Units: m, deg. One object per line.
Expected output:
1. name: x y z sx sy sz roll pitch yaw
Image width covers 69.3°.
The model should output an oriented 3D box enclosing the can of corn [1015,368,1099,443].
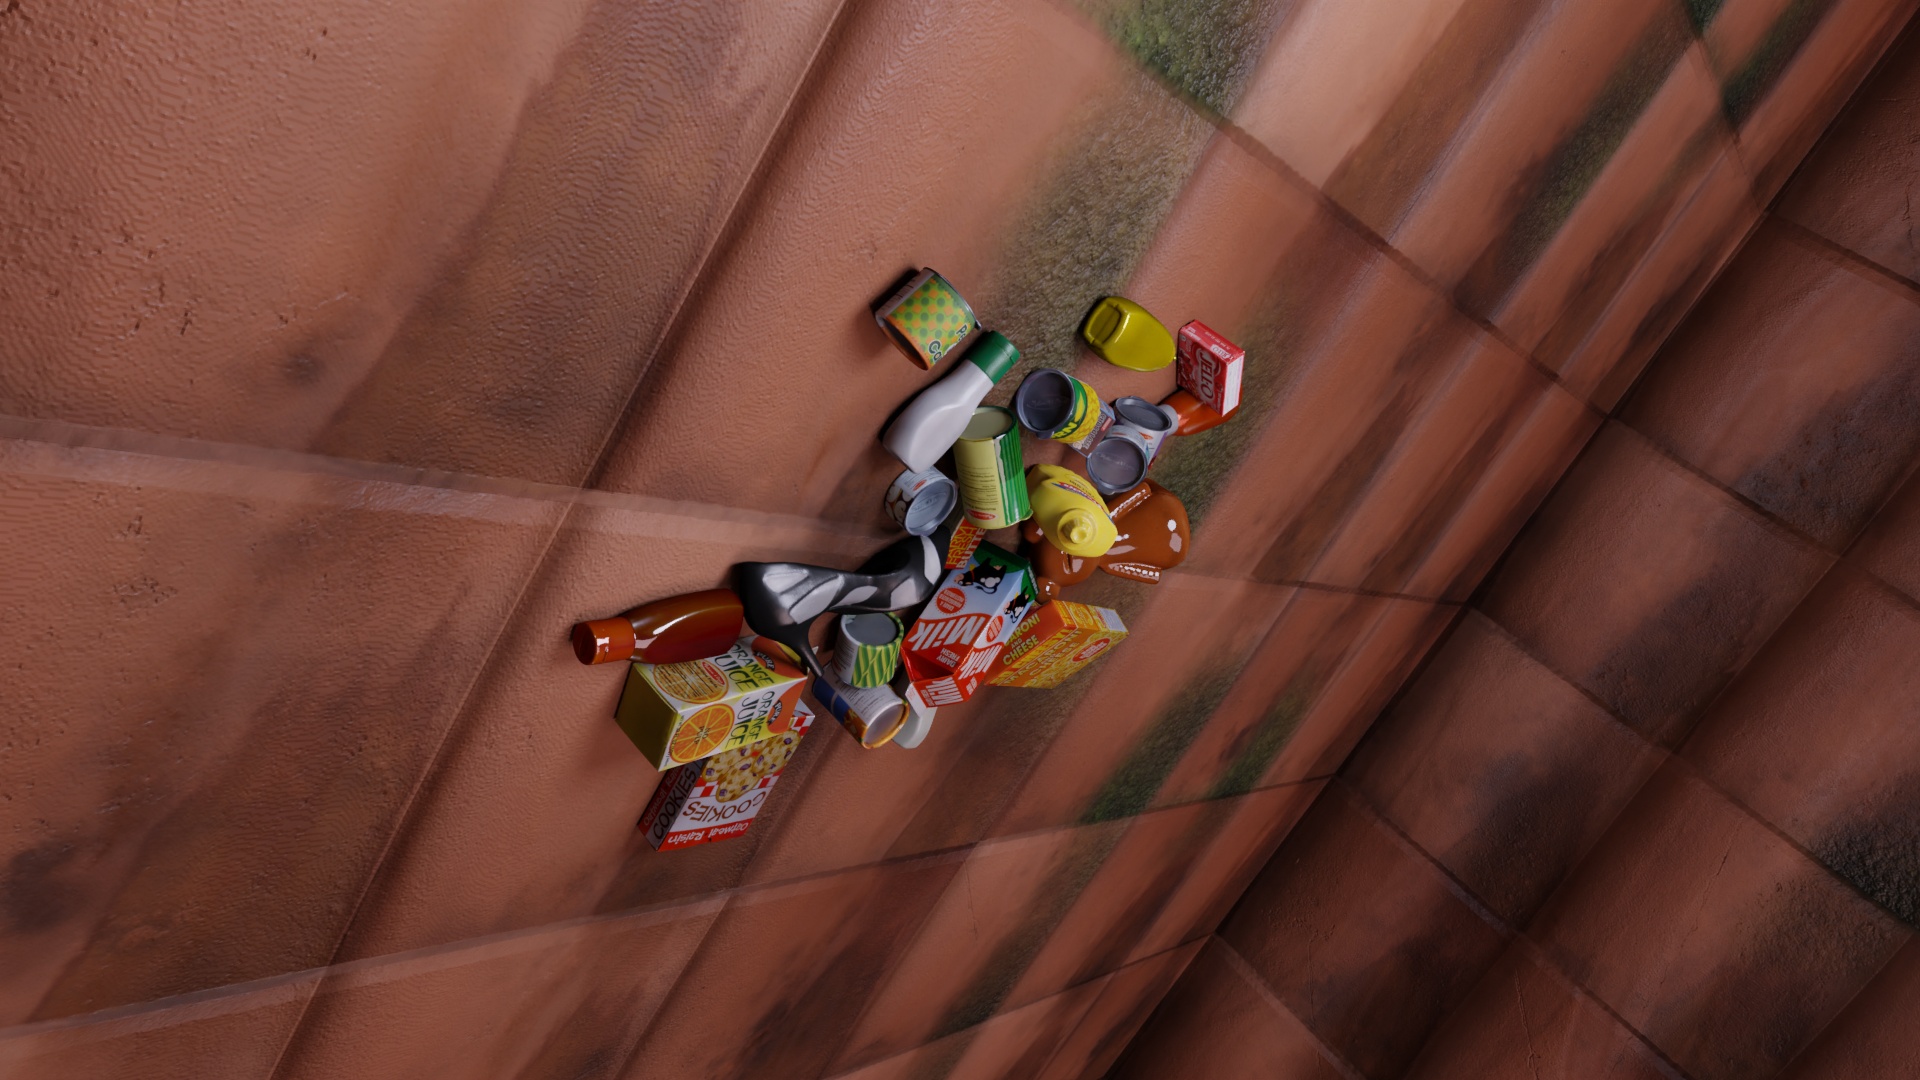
1. can of corn: 0.097 -0.131 1.383 0.071 0.071 0.058 -56 150 13

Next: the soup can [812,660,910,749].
1. soup can: -0.103 0.169 1.454 0.071 0.084 0.071 -33 147 -25

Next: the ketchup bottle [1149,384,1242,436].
1. ketchup bottle: 0.262 -0.148 1.602 0.149 0.043 0.064 -22 144 -38

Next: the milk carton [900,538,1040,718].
1. milk carton: 0.001 0.098 1.473 0.191 0.073 0.072 -56 154 -19

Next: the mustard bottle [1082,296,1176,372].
1. mustard bottle: 0.183 -0.204 1.431 0.065 0.049 0.160 -56 150 13

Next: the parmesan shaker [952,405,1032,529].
1. parmesan shaker: 0.031 -0.071 1.343 0.071 0.071 0.102 -31 131 -27

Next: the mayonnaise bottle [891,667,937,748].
1. mayonnaise bottle: -0.038 0.157 1.549 0.148 0.065 0.041 -58 152 9

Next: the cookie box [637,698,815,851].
1. cookie box: -0.235 0.233 1.400 0.123 0.040 0.167 5 121 -54

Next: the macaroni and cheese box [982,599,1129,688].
1. macaroni and cheese box: 0.104 0.121 1.599 0.123 0.040 0.166 -38 156 21

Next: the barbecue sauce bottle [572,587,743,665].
1. barbecue sauce bottle: -0.258 0.079 1.190 0.149 0.044 0.064 -7 131 -48

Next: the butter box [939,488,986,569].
1. butter box: 0.005 -0.018 1.439 0.053 0.024 0.103 4 121 -53

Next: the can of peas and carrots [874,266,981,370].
1. can of peas and carrots: -0.028 -0.183 1.160 0.059 0.071 0.070 -43 150 -7

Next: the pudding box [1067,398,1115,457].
1. pudding box: 0.134 -0.120 1.444 0.049 0.030 0.084 -54 -175 14

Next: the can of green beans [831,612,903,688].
1. can of green beans: -0.094 0.107 1.412 0.071 0.071 0.057 -21 140 -38

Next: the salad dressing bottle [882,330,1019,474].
1. salad dressing bottle: -0.007 -0.128 1.278 0.148 0.044 0.064 -47 148 -4

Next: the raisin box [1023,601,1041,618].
1. raisin box: 0.041 0.101 1.607 0.123 0.040 0.085 0 125 -53

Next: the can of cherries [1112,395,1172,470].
1. can of cherries: 0.191 -0.117 1.527 0.072 0.071 0.058 -15 136 -44

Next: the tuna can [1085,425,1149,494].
1. tuna can: 0.168 -0.086 1.486 0.033 0.071 0.070 -68 179 -59

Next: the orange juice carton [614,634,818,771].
1. orange juice carton: -0.214 0.143 1.291 0.193 0.073 0.071 -11 133 -47

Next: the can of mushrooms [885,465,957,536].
1. can of mushrooms: -0.039 -0.039 1.349 0.071 0.033 0.070 -33 147 -26
